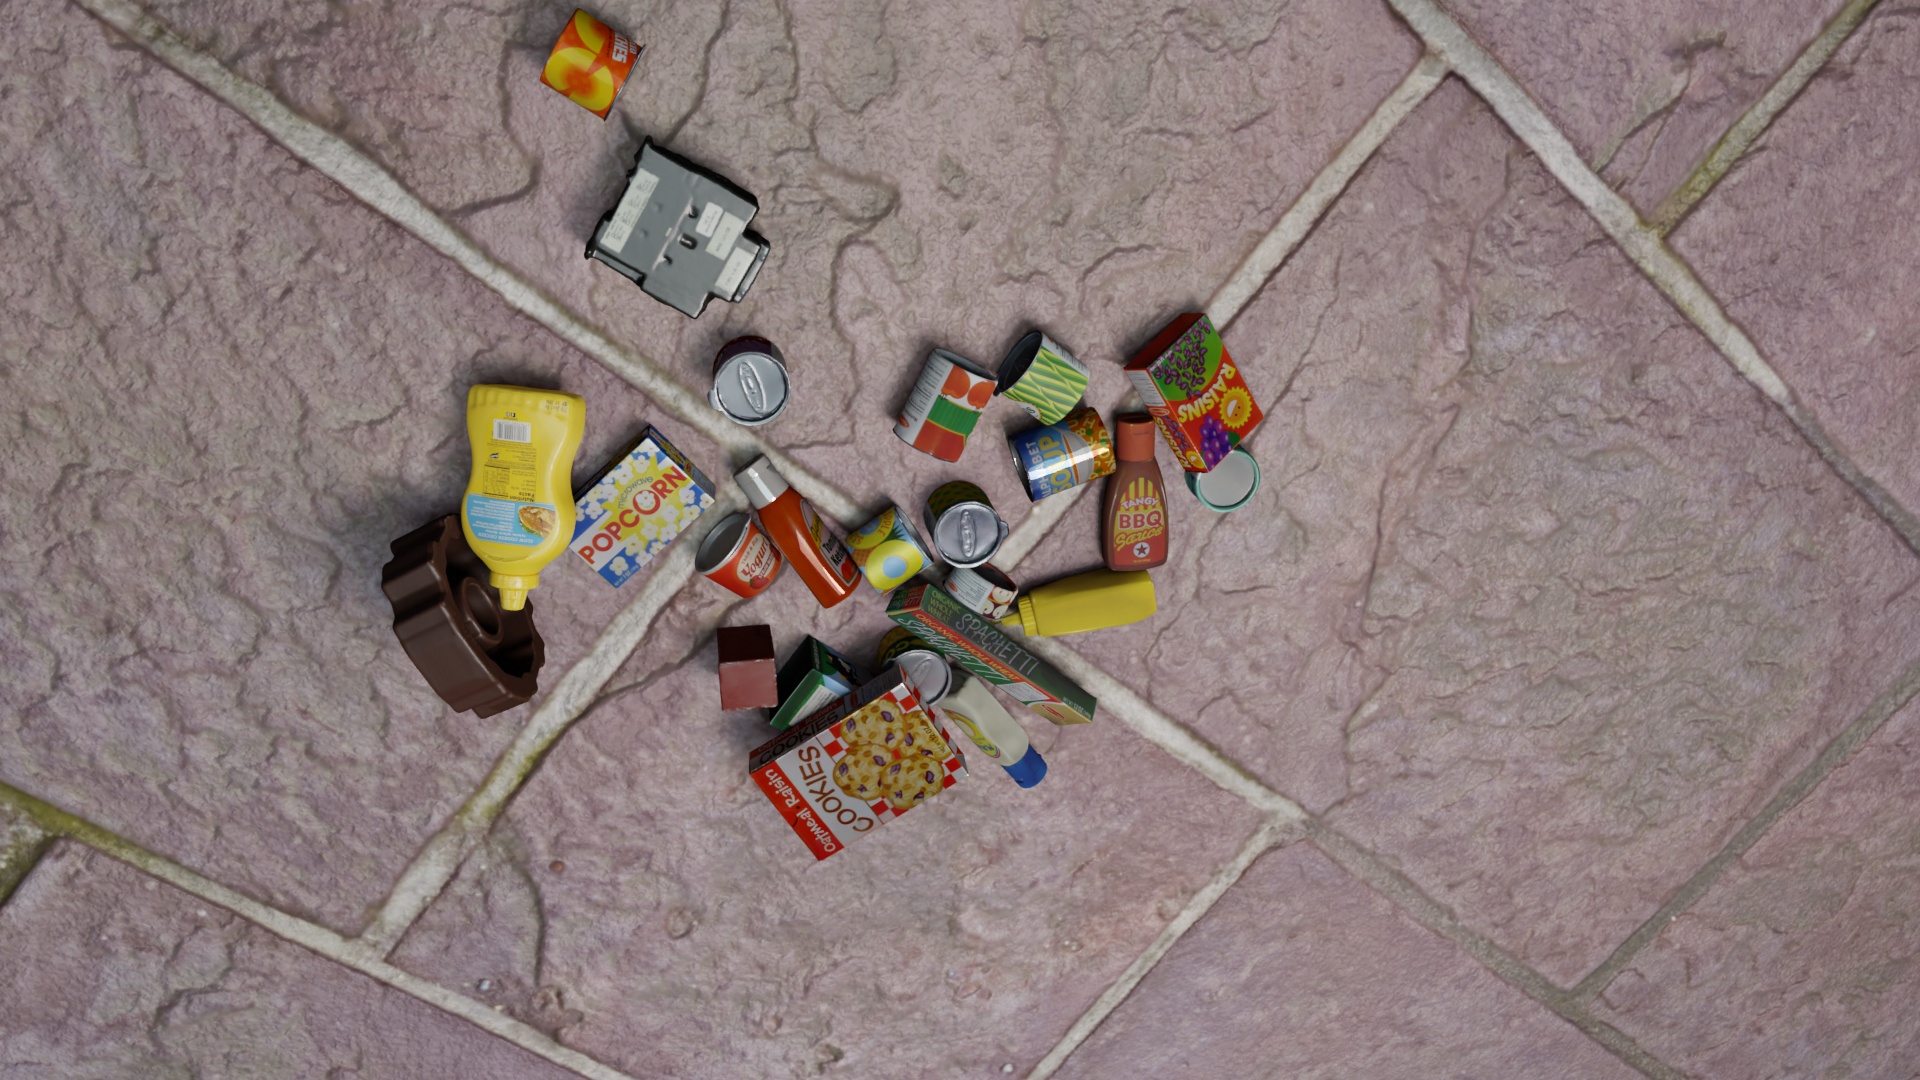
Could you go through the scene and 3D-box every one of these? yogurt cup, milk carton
[{"bbox_3d":[-0.201,0.016,1.268,0.072,0.072,0.054,-43,121,8],"label":"yogurt cup"},{"bbox_3d":[-0.089,0.179,1.351,0.190,0.072,0.073,33,104,-20],"label":"milk carton"}]

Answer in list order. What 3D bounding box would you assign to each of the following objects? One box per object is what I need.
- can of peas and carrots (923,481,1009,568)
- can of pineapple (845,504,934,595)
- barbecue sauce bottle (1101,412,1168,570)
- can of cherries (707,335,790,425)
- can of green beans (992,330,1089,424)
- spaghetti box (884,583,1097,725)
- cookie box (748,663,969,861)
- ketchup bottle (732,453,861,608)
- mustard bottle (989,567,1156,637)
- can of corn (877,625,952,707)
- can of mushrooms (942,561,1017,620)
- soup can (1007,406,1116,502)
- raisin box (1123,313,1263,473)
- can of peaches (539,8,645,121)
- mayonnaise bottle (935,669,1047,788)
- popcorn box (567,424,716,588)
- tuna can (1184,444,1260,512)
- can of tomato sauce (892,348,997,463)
[{"bbox_3d":[0.005,-0.016,1.296,0.071,0.059,0.070,-4,113,-10],"label":"can of peas and carrots"},{"bbox_3d":[-0.067,0.008,1.288,0.058,0.071,0.071,-34,114,4],"label":"can of pineapple"},{"bbox_3d":[0.166,-0.046,1.322,0.065,0.044,0.148,-6,112,-8],"label":"barbecue sauce bottle"},{"bbox_3d":[-0.185,-0.140,1.210,0.071,0.058,0.071,-4,114,-9],"label":"can of cherries"},{"bbox_3d":[0.074,-0.146,1.252,0.058,0.071,0.071,33,103,-21],"label":"can of green beans"},{"bbox_3d":[0.034,0.113,1.331,0.249,0.050,0.029,36,58,-33],"label":"spaghetti box"},{"bbox_3d":[-0.095,0.210,1.299,0.167,0.040,0.122,-31,114,5],"label":"cookie box"},{"bbox_3d":[-0.150,-0.010,1.269,0.043,0.065,0.148,-31,106,17],"label":"ketchup bottle"},{"bbox_3d":[0.107,0.064,1.348,0.160,0.065,0.048,-12,109,1],"label":"mustard bottle"},{"bbox_3d":[-0.047,0.121,1.342,0.071,0.058,0.071,-4,113,-9],"label":"can of corn"},{"bbox_3d":[0.020,0.044,1.321,0.071,0.071,0.033,26,104,-19],"label":"can of mushrooms"},{"bbox_3d":[0.094,-0.079,1.280,0.084,0.071,0.071,-20,114,-2],"label":"soup can"},{"bbox_3d":[0.216,-0.136,1.282,0.086,0.040,0.123,-44,115,-19],"label":"raisin box"},{"bbox_3d":[-0.288,-0.375,1.089,0.058,0.071,0.071,28,104,-19],"label":"can of peaches"},{"bbox_3d":[0.032,0.189,1.383,0.147,0.064,0.041,50,64,-26],"label":"mayonnaise bottle"},{"bbox_3d":[-0.294,-0.029,1.245,0.126,0.038,0.085,-41,112,7],"label":"popcorn box"},{"bbox_3d":[0.254,-0.060,1.339,0.071,0.033,0.070,-4,112,-9],"label":"tuna can"},{"bbox_3d":[-0.012,-0.121,1.247,0.071,0.071,0.083,23,106,-18],"label":"can of tomato sauce"}]
